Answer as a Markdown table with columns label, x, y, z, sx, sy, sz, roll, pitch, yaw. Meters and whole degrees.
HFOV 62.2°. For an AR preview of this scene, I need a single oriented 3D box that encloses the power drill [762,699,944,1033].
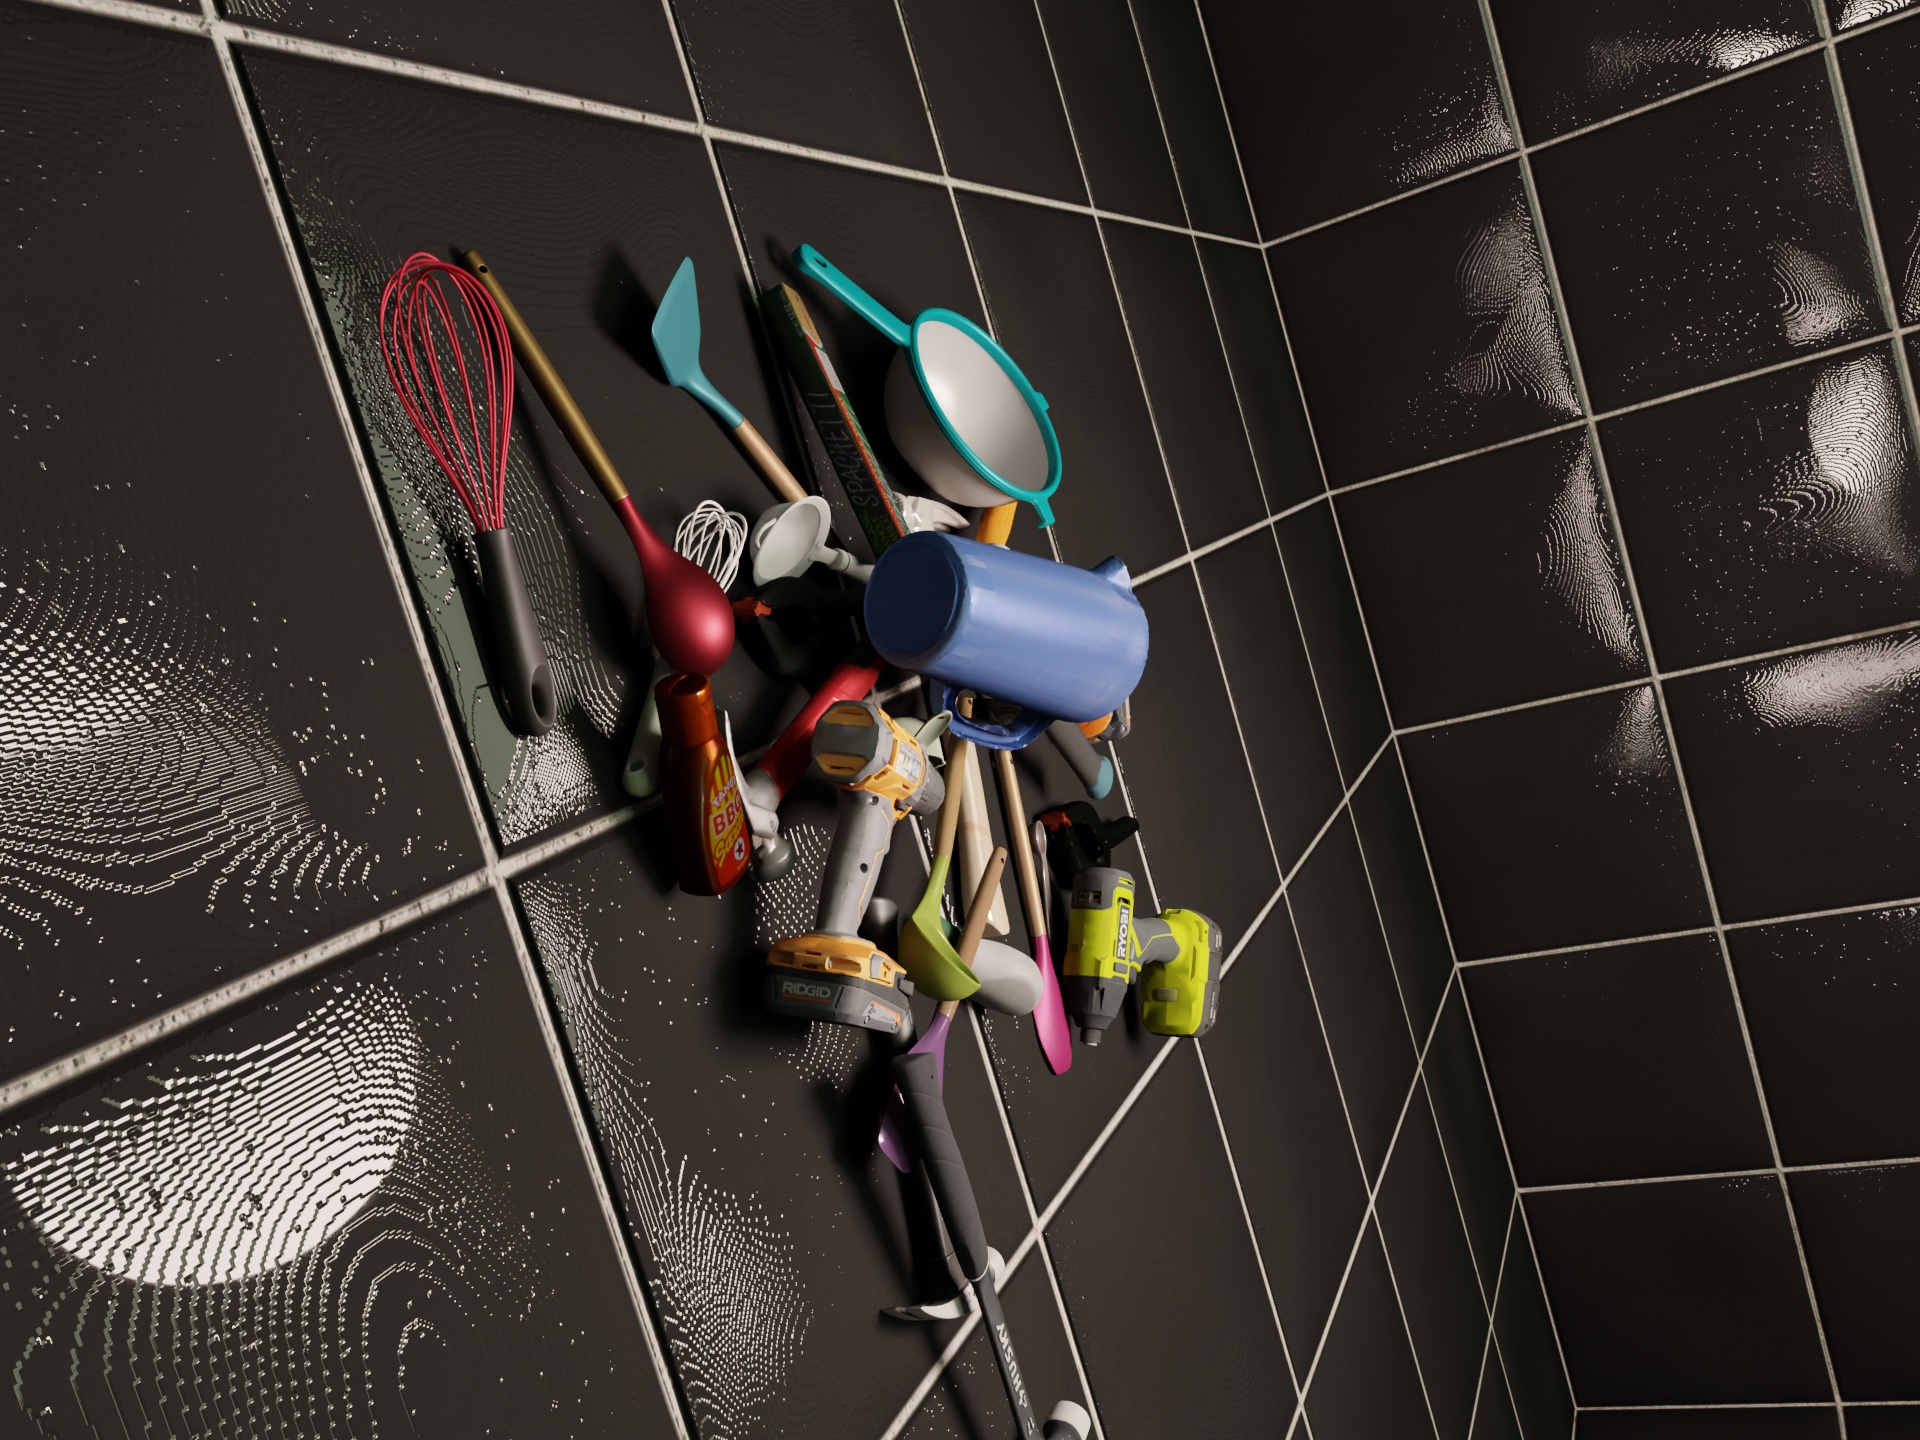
| label | x | y | z | sx | sy | sz | roll | pitch | yaw |
| --- | --- | --- | --- | --- | --- | --- | --- | --- | --- |
| power drill | -0.067 | 0.113 | 1.182 | 0.185 | 0.084 | 0.226 | 41 | 56 | -68 |

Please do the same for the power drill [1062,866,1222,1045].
| label | x | y | z | sx | sy | sz | roll | pitch | yaw |
| --- | --- | --- | --- | --- | --- | --- | --- | --- | --- |
| power drill | 0.182 | 0.255 | 1.631 | 0.223 | 0.080 | 0.171 | 24 | 68 | -51 |

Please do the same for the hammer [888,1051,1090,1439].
| label | x | y | z | sx | sy | sz | roll | pitch | yaw |
| --- | --- | --- | --- | --- | --- | --- | --- | --- | --- |
| hammer | 0.014 | 0.435 | 1.219 | 0.149 | 0.036 | 0.408 | -42 | 120 | -58 |

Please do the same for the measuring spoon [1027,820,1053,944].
| label | x | y | z | sx | sy | sz | roll | pitch | yaw |
| --- | --- | --- | --- | --- | --- | --- | --- | --- | --- |
| measuring spoon | 0.078 | 0.162 | 1.582 | 0.034 | 0.018 | 0.124 | -7 | 91 | -73 |

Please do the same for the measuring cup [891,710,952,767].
| label | x | y | z | sx | sy | sz | roll | pitch | yaw |
| --- | --- | --- | --- | --- | --- | --- | --- | --- | --- |
| measuring cup | -0.040 | 0.007 | 1.275 | 0.083 | 0.167 | 0.038 | -4 | 72 | -21 |

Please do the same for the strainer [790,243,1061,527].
| label | x | y | z | sx | sy | sz | roll | pitch | yaw |
| --- | --- | --- | --- | --- | --- | --- | --- | --- | --- |
| strainer | -0.049 | -0.311 | 1.487 | 0.340 | 0.095 | 0.211 | 34 | 39 | -33 |

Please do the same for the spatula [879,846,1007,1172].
| label | x | y | z | sx | sy | sz | roll | pitch | yaw |
| --- | --- | --- | --- | --- | --- | --- | --- | --- | --- |
| spatula | -0.007 | 0.222 | 1.287 | 0.059 | 0.018 | 0.316 | 54 | 38 | -30 |

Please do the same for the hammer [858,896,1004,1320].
| label | x | y | z | sx | sy | sz | roll | pitch | yaw |
| --- | --- | --- | --- | --- | --- | --- | --- | --- | --- |
| hammer | -0.040 | 0.304 | 1.254 | 0.146 | 0.035 | 0.335 | -4 | 81 | -64 |

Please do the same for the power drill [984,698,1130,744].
| label | x | y | z | sx | sy | sz | roll | pitch | yaw |
| --- | --- | --- | --- | --- | --- | --- | --- | --- | --- |
| power drill | 0.090 | -0.043 | 1.630 | 0.226 | 0.084 | 0.164 | 27 | 56 | -52 |

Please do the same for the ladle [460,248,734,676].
| label | x | y | z | sx | sy | sz | roll | pitch | yaw |
| --- | --- | --- | --- | --- | --- | --- | --- | --- | --- |
| ladle | -0.240 | -0.169 | 1.055 | 0.069 | 0.031 | 0.315 | -40 | 104 | -40 |

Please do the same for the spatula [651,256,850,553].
| label | x | y | z | sx | sy | sz | roll | pitch | yaw |
| --- | --- | --- | --- | --- | --- | --- | --- | --- | --- |
| spatula | -0.157 | -0.220 | 1.267 | 0.317 | 0.044 | 0.082 | 51 | 44 | -42 |

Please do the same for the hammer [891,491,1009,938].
| label | x | y | z | sx | sy | sz | roll | pitch | yaw |
| --- | --- | --- | --- | --- | --- | --- | --- | --- | --- |
| hammer | -0.002 | -0.005 | 1.476 | 0.146 | 0.038 | 0.411 | 2 | 76 | -64 |

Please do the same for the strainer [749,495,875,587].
| label | x | y | z | sx | sy | sz | roll | pitch | yaw |
| --- | --- | --- | --- | --- | --- | --- | --- | --- | --- |
| strainer | -0.108 | -0.134 | 1.310 | 0.050 | 0.087 | 0.258 | 38 | 10 | 27 |

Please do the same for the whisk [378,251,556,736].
| label | x | y | z | sx | sy | sz | roll | pitch | yaw |
| --- | --- | --- | --- | --- | --- | --- | --- | --- | --- |
| whisk | -0.287 | -0.134 | 0.961 | 0.073 | 0.073 | 0.296 | -29 | 109 | -63 |

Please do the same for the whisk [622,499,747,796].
| label | x | y | z | sx | sy | sz | roll | pitch | yaw |
| --- | --- | --- | --- | --- | --- | --- | --- | --- | --- |
| whisk | -0.195 | -0.054 | 1.113 | 0.059 | 0.058 | 0.247 | 58 | 35 | -50 |

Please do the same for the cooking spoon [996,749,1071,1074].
| label | x | y | z | sx | sy | sz | roll | pitch | yaw |
| --- | --- | --- | --- | --- | --- | --- | --- | --- | --- |
| cooking spoon | 0.071 | 0.184 | 1.547 | 0.068 | 0.017 | 0.319 | -5 | 83 | -63 |

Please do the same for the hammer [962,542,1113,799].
| label | x | y | z | sx | sy | sz | roll | pitch | yaw |
| --- | --- | --- | --- | --- | --- | --- | --- | --- | --- |
| hammer | 0.077 | -0.021 | 1.504 | 0.330 | 0.033 | 0.128 | 51 | 49 | -49 |

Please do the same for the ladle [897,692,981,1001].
| label | x | y | z | sx | sy | sz | roll | pitch | yaw |
| --- | --- | --- | --- | --- | --- | --- | --- | --- | --- |
| ladle | -0.003 | 0.092 | 1.328 | 0.078 | 0.062 | 0.320 | 45 | 38 | -35 |

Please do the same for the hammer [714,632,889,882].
| label | x | y | z | sx | sy | sz | roll | pitch | yaw |
| --- | --- | --- | --- | --- | --- | --- | --- | --- | --- |
| hammer | -0.086 | -0.049 | 1.248 | 0.386 | 0.038 | 0.143 | -55 | 137 | -47 |

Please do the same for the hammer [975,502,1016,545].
| label | x | y | z | sx | sy | sz | roll | pitch | yaw |
| --- | --- | --- | --- | --- | --- | --- | --- | --- | --- |
| hammer | 0.045 | -0.243 | 1.639 | 0.337 | 0.034 | 0.127 | -75 | 143 | -56 |
